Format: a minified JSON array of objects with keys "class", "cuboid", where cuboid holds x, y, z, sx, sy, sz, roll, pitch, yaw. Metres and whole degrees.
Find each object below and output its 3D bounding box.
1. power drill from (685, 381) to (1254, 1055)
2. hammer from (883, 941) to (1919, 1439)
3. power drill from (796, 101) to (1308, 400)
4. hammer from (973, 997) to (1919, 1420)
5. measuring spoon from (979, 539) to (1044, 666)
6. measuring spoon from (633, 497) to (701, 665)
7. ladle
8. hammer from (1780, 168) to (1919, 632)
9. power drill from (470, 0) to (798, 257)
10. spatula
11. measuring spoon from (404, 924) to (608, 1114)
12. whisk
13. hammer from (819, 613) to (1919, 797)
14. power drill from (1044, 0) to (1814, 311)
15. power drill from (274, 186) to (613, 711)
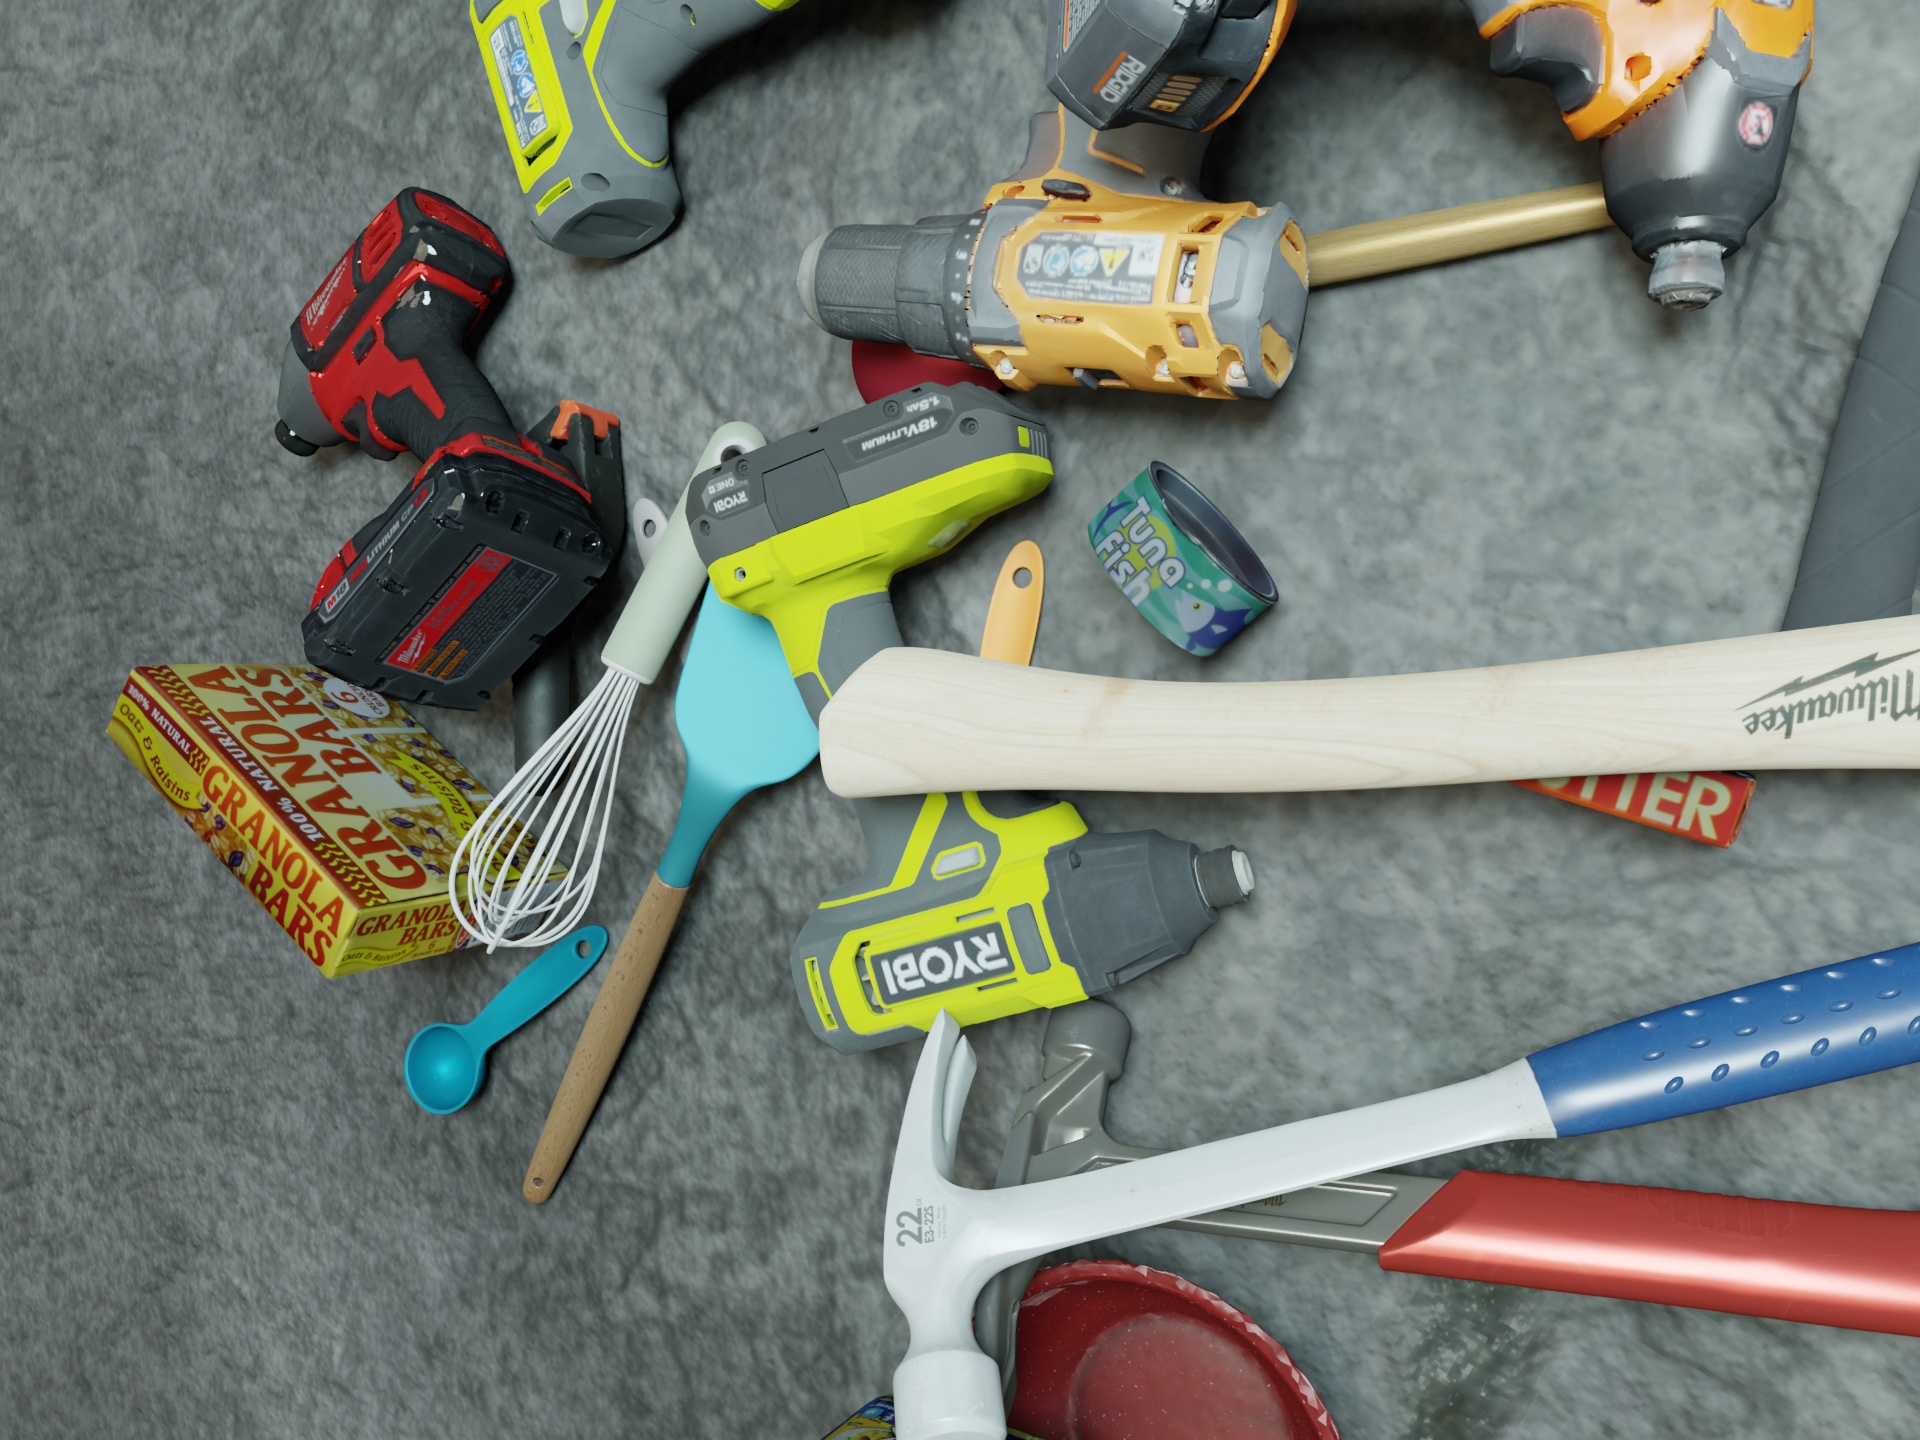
[{"class":"power drill","cuboid":[-0.001,-0.002,0.587,0.171,0.080,0.223,-18,90,19]},{"class":"hammer","cuboid":[0.165,0.113,0.489,0.405,0.035,0.144,-18,46,12]},{"class":"power drill","cuboid":[0.041,-0.228,0.558,0.185,0.084,0.226,10,89,26]},{"class":"hammer","cuboid":[0.183,0.170,0.499,0.359,0.036,0.149,1,51,21]},{"class":"measuring spoon","cuboid":[0.017,-0.013,0.627,0.021,0.011,0.117,12,93,18]},{"class":"measuring spoon","cuboid":[-0.123,-0.041,0.689,0.034,0.018,0.124,-25,79,25]},{"class":"ladle","cuboid":[0.094,-0.158,0.577,0.315,0.031,0.069,-5,89,25]},{"class":"hammer","cuboid":[0.299,-0.186,0.468,0.149,0.036,0.409,15,98,26]},{"class":"power drill","cuboid":[-0.116,-0.321,0.635,0.228,0.080,0.190,-22,82,38]},{"class":"spatula","cuboid":[-0.128,0.084,0.685,0.082,0.044,0.317,26,111,-3]},{"class":"measuring spoon","cuboid":[-0.206,0.135,0.738,0.128,0.021,0.042,-40,73,12]},{"class":"whisk","cuboid":[-0.143,-0.014,0.666,0.057,0.059,0.246,27,88,-13]},{"class":"hammer","cuboid":[0.152,0.010,0.475,0.410,0.038,0.146,-3,80,19]},{"class":"power drill","cuboid":[0.143,-0.210,0.459,0.226,0.084,0.164,4,87,-14]},{"class":"power drill","cuboid":[-0.240,-0.118,0.690,0.143,0.078,0.220,-42,54,21]}]
